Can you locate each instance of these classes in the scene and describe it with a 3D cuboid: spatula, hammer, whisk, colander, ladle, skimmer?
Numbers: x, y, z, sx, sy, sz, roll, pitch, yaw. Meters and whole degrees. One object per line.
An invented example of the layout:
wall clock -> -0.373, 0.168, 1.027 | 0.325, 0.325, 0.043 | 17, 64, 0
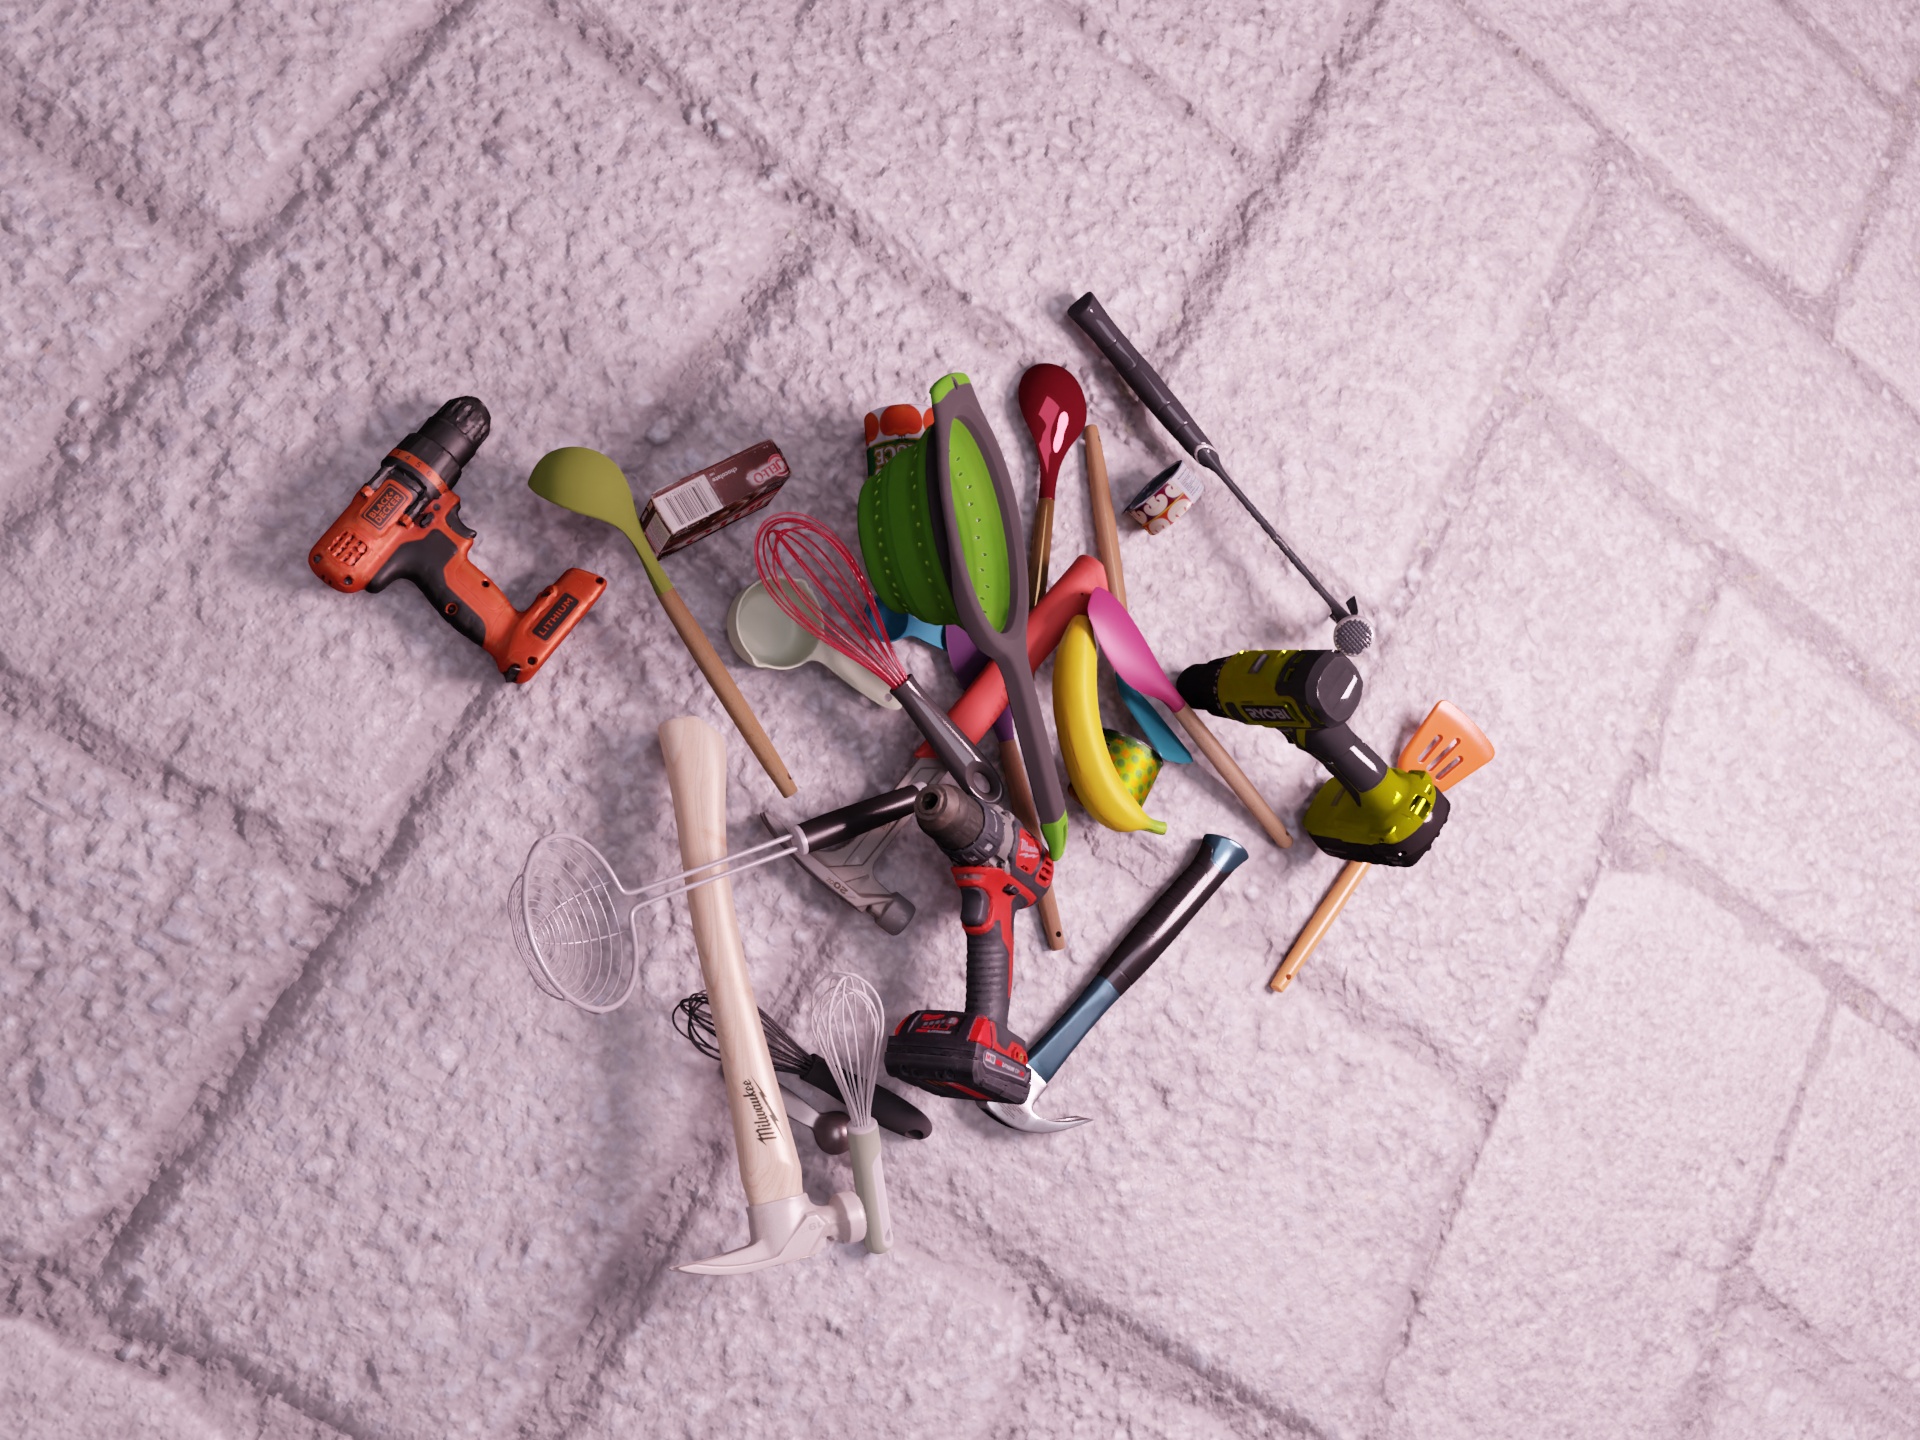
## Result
spatula -> 0.149, -0.114, 1.414 | 0.082, 0.044, 0.317 | 8, 72, -61
hammer -> -0.002, -0.004, 1.324 | 0.149, 0.037, 0.359 | 41, 76, -8
whisk -> -0.076, 0.305, 1.227 | 0.059, 0.058, 0.246 | -1, 108, 18
colander -> 0.000, -0.069, 1.262 | 0.094, 0.204, 0.397 | -10, 106, 17
spatula -> 0.044, 0.043, 1.360 | 0.059, 0.018, 0.316 | -14, 89, -24
hammer -> -0.182, 0.197, 1.185 | 0.146, 0.038, 0.411 | -6, 75, -30
hammer -> 0.135, 0.217, 1.364 | 0.128, 0.033, 0.331 | 48, 69, -8
ladle -> 0.071, -0.170, 1.404 | 0.069, 0.031, 0.315 | 10, 80, -21
whisk -> -0.121, 0.275, 1.251 | 0.238, 0.055, 0.055 | 33, 72, -19
spatula -> 0.383, 0.122, 1.472 | 0.081, 0.041, 0.323 | 43, 70, -12
skimmer -> -0.157, 0.103, 1.156 | 0.363, 0.090, 0.127 | -19, 88, -33
whisk -> -0.060, -0.044, 1.266 | 0.073, 0.073, 0.295 | -44, 104, -21
hammer -> 0.237, -0.227, 1.443 | 0.036, 0.149, 0.409 | -40, 89, 17
ladle -> -0.224, -0.071, 1.230 | 0.062, 0.078, 0.320 | -28, 101, 14

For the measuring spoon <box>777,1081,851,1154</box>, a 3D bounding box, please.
measuring spoon -> -0.133, 0.303, 1.254 | 0.124, 0.018, 0.034 | 35, 72, -12

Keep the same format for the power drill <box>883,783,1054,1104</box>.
power drill -> 0.005, 0.170, 1.235 | 0.187, 0.080, 0.227 | 42, 52, -55

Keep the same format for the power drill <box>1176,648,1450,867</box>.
power drill -> 0.306, 0.024, 1.397 | 0.228, 0.191, 0.080 | 46, 68, -24

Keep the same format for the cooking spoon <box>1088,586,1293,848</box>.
cooking spoon -> 0.205, 0.005, 1.388 | 0.318, 0.017, 0.069 | 49, 39, -25

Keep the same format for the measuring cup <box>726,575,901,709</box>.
measuring cup -> -0.119, -0.055, 1.309 | 0.167, 0.038, 0.083 | 35, 71, -25

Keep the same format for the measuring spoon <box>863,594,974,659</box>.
measuring spoon -> -0.029, -0.073, 1.357 | 0.128, 0.021, 0.042 | 19, 76, -27
